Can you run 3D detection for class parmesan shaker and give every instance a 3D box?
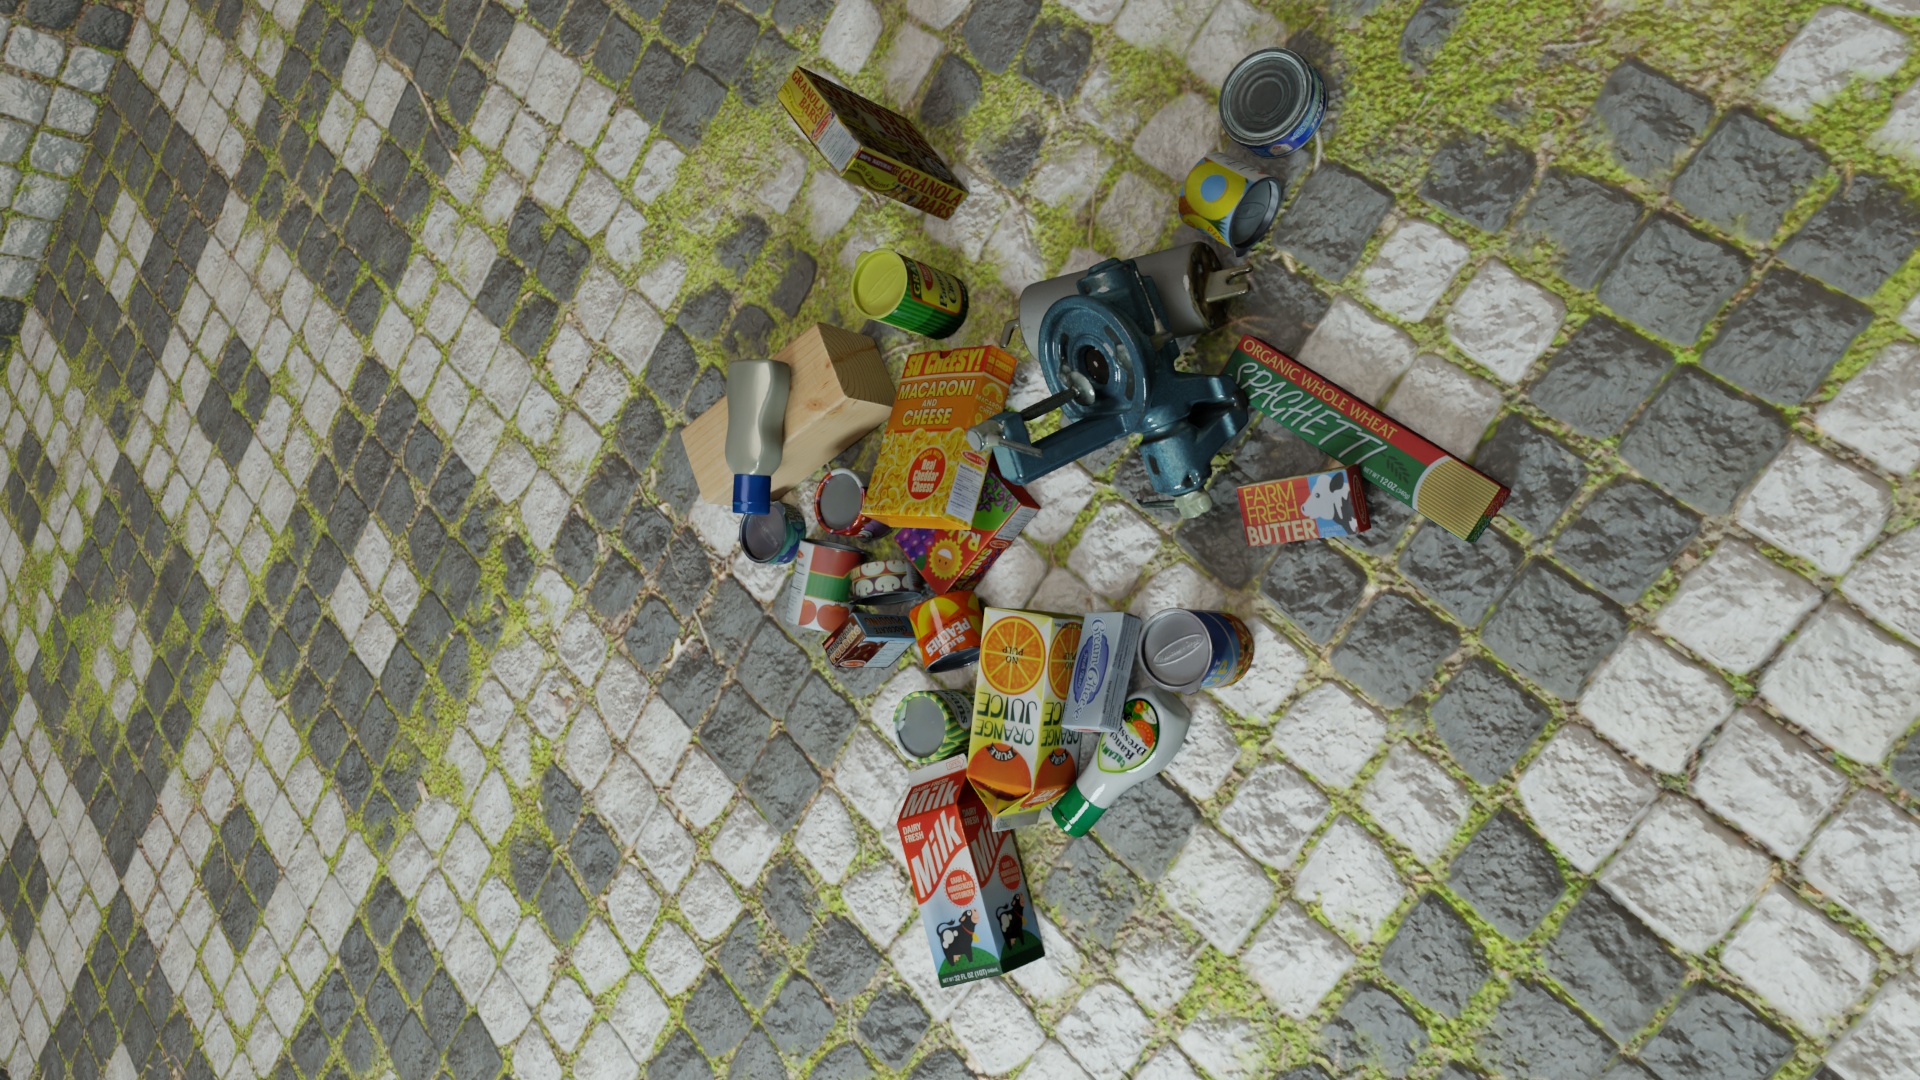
[{"bbox_3d":[-0.048,-0.235,1.320,0.071,0.103,0.071,-3,84,34],"label":"parmesan shaker"}]

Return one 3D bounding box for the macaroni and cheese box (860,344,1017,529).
[{"bbox_3d":[-0.021,-0.095,1.286,0.123,0.040,0.166,2,73,50],"label":"macaroni and cheese box"}]

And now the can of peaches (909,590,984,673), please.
[{"bbox_3d":[-0.009,0.084,1.281,0.071,0.071,0.058,-28,69,30],"label":"can of peaches"}]

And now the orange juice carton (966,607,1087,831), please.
[{"bbox_3d":[0.059,0.158,1.225,0.073,0.072,0.192,5,88,36],"label":"orange juice carton"}]

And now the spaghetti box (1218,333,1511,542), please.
[{"bbox_3d":[0.311,-0.085,1.100,0.250,0.029,0.050,39,108,31],"label":"spaghetti box"}]

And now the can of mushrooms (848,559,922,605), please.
[{"bbox_3d":[-0.074,0.041,1.331,0.071,0.071,0.033,-14,77,33],"label":"can of mushrooms"}]

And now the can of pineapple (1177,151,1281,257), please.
[{"bbox_3d":[0.223,-0.281,1.158,0.058,0.071,0.071,38,107,32],"label":"can of pineapple"}]

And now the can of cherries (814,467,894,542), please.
[{"bbox_3d":[-0.102,-0.033,1.365,0.071,0.058,0.071,-4,83,34],"label":"can of cherries"}]

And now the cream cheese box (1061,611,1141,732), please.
[{"bbox_3d":[0.121,0.113,1.191,0.053,0.024,0.104,-8,64,55],"label":"cream cheese box"}]

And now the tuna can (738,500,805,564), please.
[{"bbox_3d":[-0.194,-0.010,1.442,0.071,0.033,0.071,-3,84,35],"label":"tuna can"}]

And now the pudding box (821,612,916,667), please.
[{"bbox_3d":[-0.085,0.096,1.325,0.049,0.084,0.030,-45,63,24],"label":"pudding box"}]

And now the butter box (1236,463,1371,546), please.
[{"bbox_3d":[0.272,-0.027,1.106,0.103,0.024,0.053,-10,94,46],"label":"butter box"}]

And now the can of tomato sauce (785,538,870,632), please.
[{"bbox_3d":[-0.132,0.045,1.375,0.071,0.071,0.083,13,94,35],"label":"can of tomato sauce"}]

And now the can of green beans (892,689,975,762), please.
[{"bbox_3d":[-0.021,0.171,1.288,0.071,0.058,0.071,-4,84,34],"label":"can of green beans"}]

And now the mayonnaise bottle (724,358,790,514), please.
[{"bbox_3d":[-0.198,-0.099,1.339,0.065,0.041,0.148,3,89,36],"label":"mayonnaise bottle"}]

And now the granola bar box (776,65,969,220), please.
[{"bbox_3d":[-0.082,-0.375,1.319,0.039,0.166,0.124,-47,62,24],"label":"granola bar box"}]

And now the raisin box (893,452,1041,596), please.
[{"bbox_3d":[0.005,-0.016,1.301,0.123,0.040,0.086,-50,61,19],"label":"raisin box"}]

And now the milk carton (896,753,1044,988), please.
[{"bbox_3d":[0.003,0.292,1.245,0.072,0.073,0.191,-25,75,31],"label":"milk carton"}]

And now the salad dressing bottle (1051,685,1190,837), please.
[{"bbox_3d":[0.135,0.191,1.186,0.147,0.044,0.064,-54,51,19],"label":"salad dressing bottle"}]

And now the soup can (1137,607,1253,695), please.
[{"bbox_3d":[0.193,0.091,1.131,0.071,0.084,0.071,-3,84,35],"label":"soup can"}]
